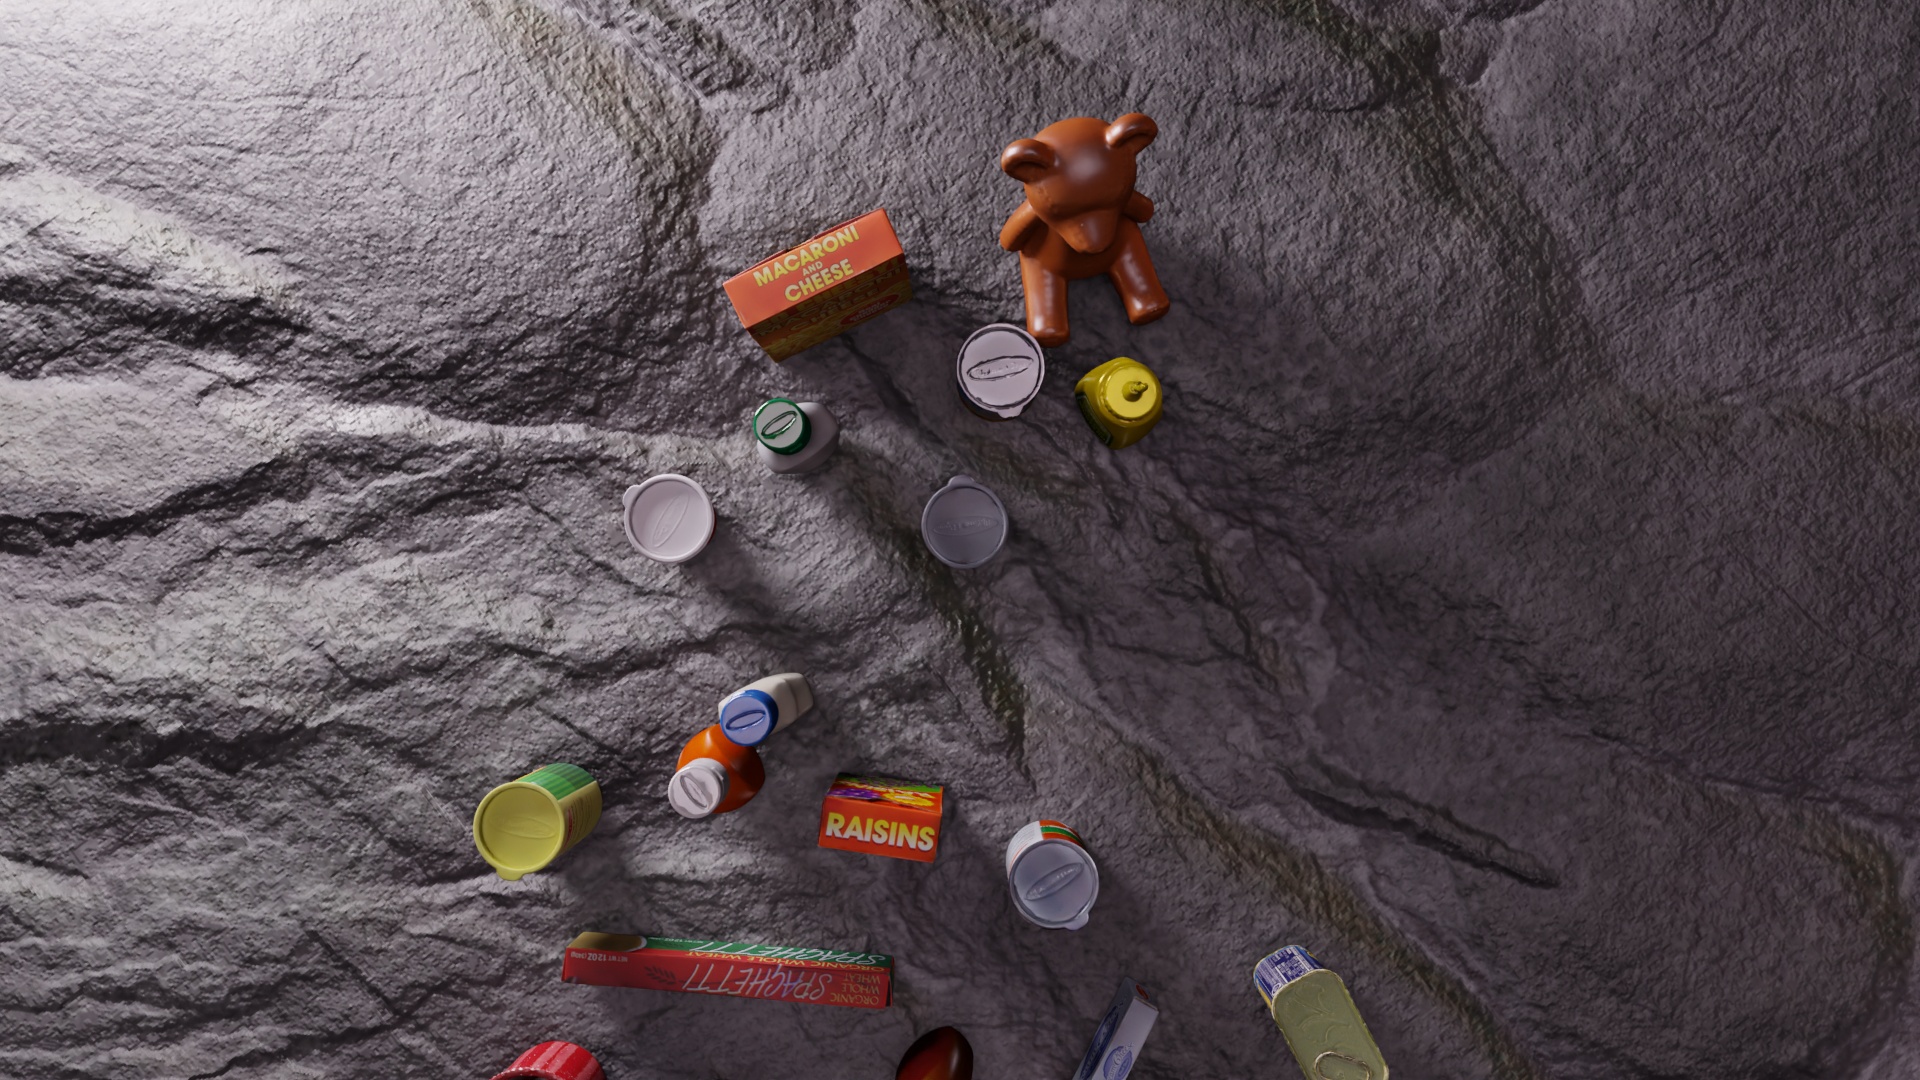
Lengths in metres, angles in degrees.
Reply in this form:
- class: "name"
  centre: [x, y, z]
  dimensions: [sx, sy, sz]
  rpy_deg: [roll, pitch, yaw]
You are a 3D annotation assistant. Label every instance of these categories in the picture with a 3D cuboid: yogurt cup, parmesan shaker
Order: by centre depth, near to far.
- class: "parmesan shaker"
  centre: [-0.316, 0.209, 1.042]
  dimensions: [0.071, 0.103, 0.071]
  rpy_deg: [0, 89, 0]
- class: "yogurt cup"
  centre: [-0.220, -0.016, 1.075]
  dimensions: [0.072, 0.054, 0.072]
  rpy_deg: [0, 88, 0]

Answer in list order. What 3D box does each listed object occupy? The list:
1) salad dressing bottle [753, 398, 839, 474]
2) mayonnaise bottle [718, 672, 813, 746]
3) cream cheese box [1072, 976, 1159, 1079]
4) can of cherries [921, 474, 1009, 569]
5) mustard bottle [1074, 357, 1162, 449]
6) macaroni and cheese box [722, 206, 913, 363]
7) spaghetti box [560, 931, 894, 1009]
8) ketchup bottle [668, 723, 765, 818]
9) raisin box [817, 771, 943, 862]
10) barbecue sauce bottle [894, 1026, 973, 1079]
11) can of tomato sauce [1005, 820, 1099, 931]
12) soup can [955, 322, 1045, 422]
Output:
- class: "salad dressing bottle"
  centre: [-0.124, -0.079, 1.030]
  dimensions: [0.064, 0.147, 0.044]
  rpy_deg: [-34, 89, -1]
- class: "mayonnaise bottle"
  centre: [-0.147, 0.125, 1.023]
  dimensions: [0.065, 0.148, 0.041]
  rpy_deg: [-20, 89, 0]
- class: "cream cheese box"
  centre: [0.116, 0.391, 1.062]
  dimensions: [0.024, 0.053, 0.104]
  rpy_deg: [27, 88, 1]
- class: "can of cherries"
  centre: [0.004, -0.013, 1.073]
  dimensions: [0.071, 0.058, 0.071]
  rpy_deg: [0, 88, 0]
- class: "mustard bottle"
  centre: [0.119, -0.105, 1.025]
  dimensions: [0.049, 0.160, 0.065]
  rpy_deg: [-33, 89, -1]
- class: "macaroni and cheese box"
  centre: [-0.101, -0.185, 1.024]
  dimensions: [0.124, 0.166, 0.040]
  rpy_deg: [-26, 89, -1]
- class: "spaghetti box"
  centre: [-0.174, 0.329, 1.065]
  dimensions: [0.250, 0.050, 0.028]
  rpy_deg: [5, 89, 0]
- class: "ketchup bottle"
  centre: [-0.181, 0.172, 1.021]
  dimensions: [0.043, 0.149, 0.065]
  rpy_deg: [-39, 89, -1]
- class: "raisin box"
  centre: [-0.056, 0.204, 1.033]
  dimensions: [0.086, 0.123, 0.040]
  rpy_deg: [9, 89, 0]
- class: "barbecue sauce bottle"
  centre: [-0.021, 0.406, 1.014]
  dimensions: [0.065, 0.148, 0.043]
  rpy_deg: [-41, 89, -1]
- class: "can of tomato sauce"
  centre: [0.070, 0.253, 1.052]
  dimensions: [0.071, 0.083, 0.071]
  rpy_deg: [0, 89, 0]
- class: "soup can"
  centre: [0.030, -0.124, 1.064]
  dimensions: [0.071, 0.084, 0.071]
  rpy_deg: [0, 89, 0]
